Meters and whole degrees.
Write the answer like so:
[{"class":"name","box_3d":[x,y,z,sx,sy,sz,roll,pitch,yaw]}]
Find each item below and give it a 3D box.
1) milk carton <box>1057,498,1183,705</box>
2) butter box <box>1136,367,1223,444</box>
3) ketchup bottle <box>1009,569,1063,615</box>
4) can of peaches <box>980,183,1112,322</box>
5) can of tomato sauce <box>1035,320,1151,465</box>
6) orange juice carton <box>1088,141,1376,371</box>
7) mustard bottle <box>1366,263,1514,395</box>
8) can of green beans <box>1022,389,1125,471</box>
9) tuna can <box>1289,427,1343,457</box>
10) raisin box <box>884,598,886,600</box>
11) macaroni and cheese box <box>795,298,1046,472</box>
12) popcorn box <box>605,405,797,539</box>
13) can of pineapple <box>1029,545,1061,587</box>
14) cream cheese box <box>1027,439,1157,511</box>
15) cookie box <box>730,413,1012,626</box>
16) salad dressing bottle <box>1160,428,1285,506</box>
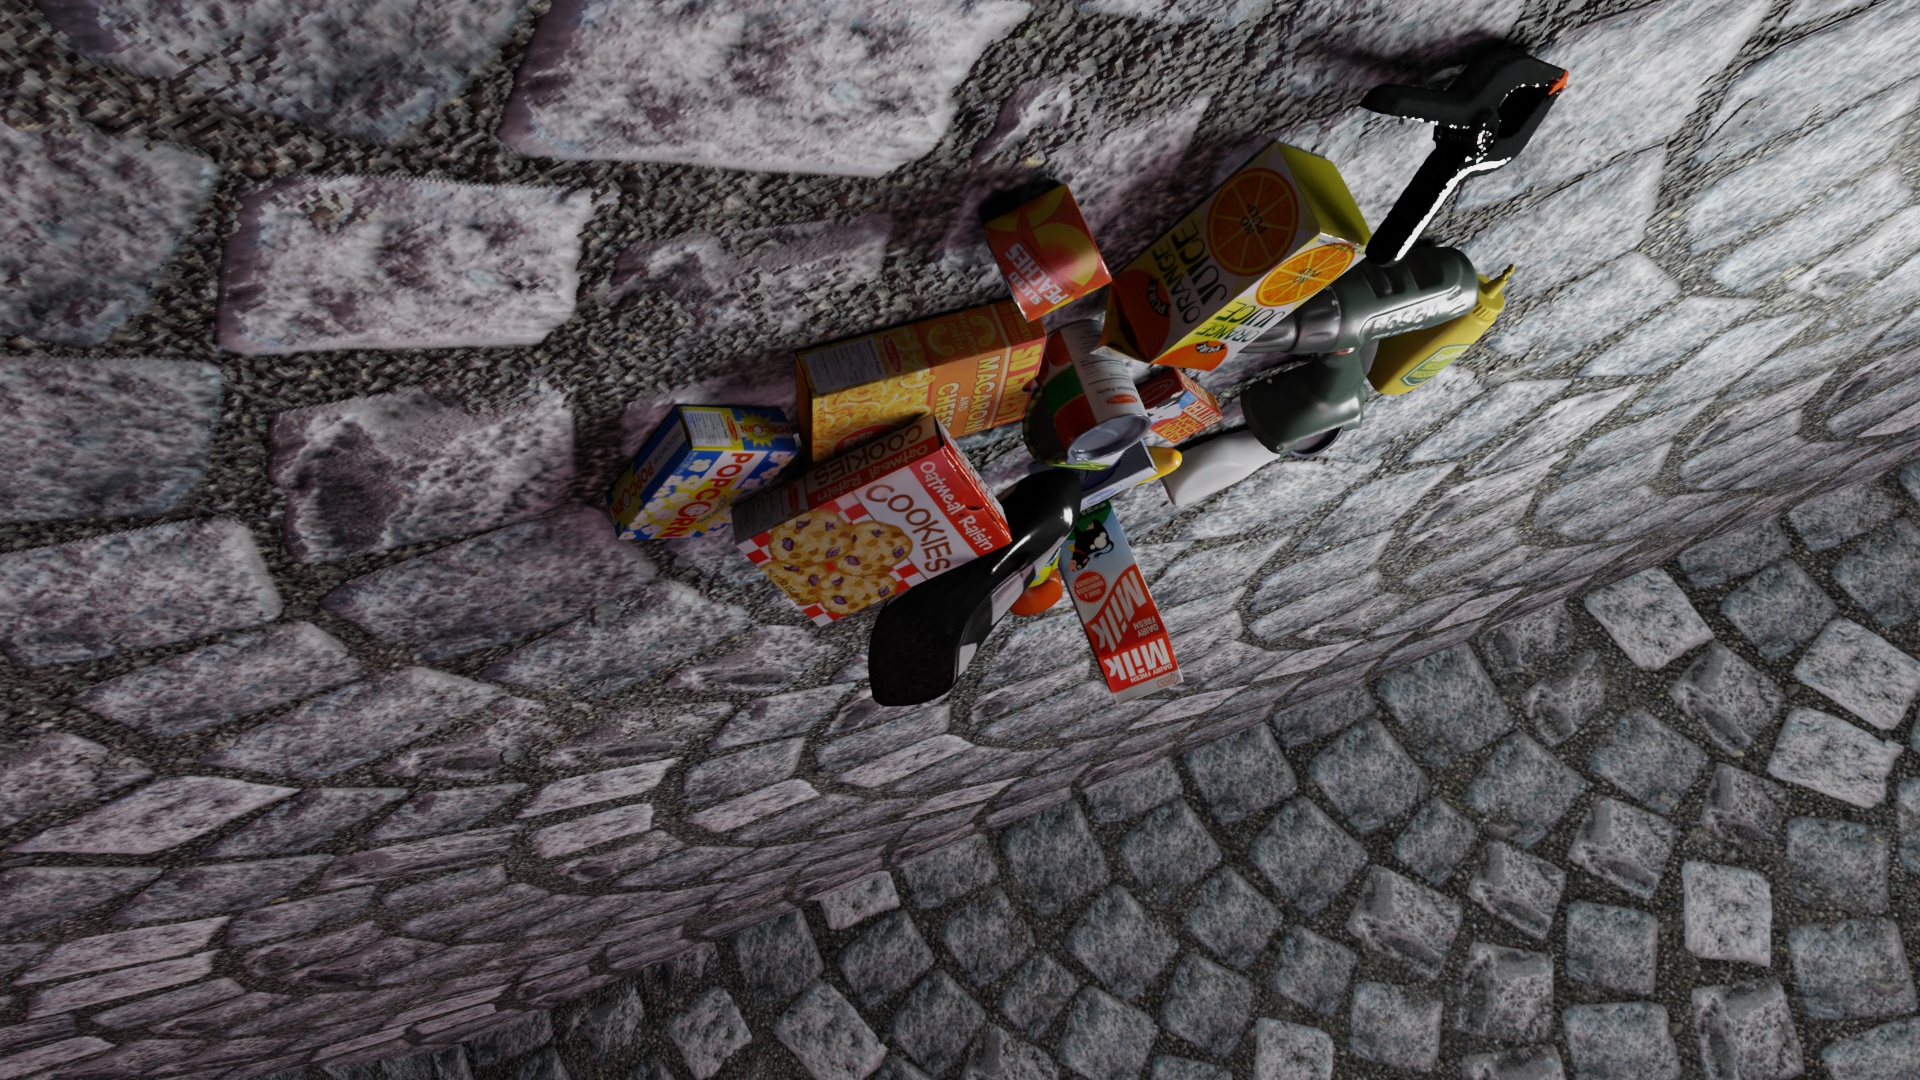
[{"class":"milk carton","box_3d":[0.150,0.063,1.365,0.072,0.191,0.073,-21,160,2]},{"class":"butter box","box_3d":[0.181,-0.114,1.183,0.053,0.024,0.103,-29,158,23]},{"class":"ketchup bottle","box_3d":[0.068,0.037,1.434,0.065,0.043,0.148,-22,160,2]},{"class":"can of peaches","box_3d":[0.053,-0.172,0.837,0.058,0.071,0.071,-25,159,9]},{"class":"can of tomato sauce","box_3d":[0.093,-0.108,1.022,0.071,0.083,0.071,-18,160,-7]},{"class":"orange juice carton","box_3d":[0.175,-0.176,0.943,0.072,0.073,0.192,0,152,-45]},{"class":"mustard bottle","box_3d":[0.416,-0.184,1.193,0.065,0.049,0.159,-9,157,-32]},{"class":"can of green beans","box_3d":[0.091,-0.089,1.096,0.058,0.071,0.071,4,149,-47]},{"class":"tuna can","box_3d":[0.314,-0.113,1.264,0.071,0.033,0.070,-10,127,-13]},{"class":"raisin box","box_3d":[-0.053,-0.020,1.084,0.086,0.040,0.123,30,113,-36]},{"class":"macaroni and cheese box","box_3d":[-0.029,-0.106,0.974,0.167,0.040,0.123,-16,160,-12]},{"class":"popcorn box","box_3d":[-0.184,-0.047,0.979,0.085,0.038,0.126,-3,154,-41]},{"class":"can of pineapple","box_3d":[0.064,0.005,1.312,0.071,0.071,0.057,-18,161,-7]},{"class":"cream cheese box","box_3d":[0.114,-0.061,1.210,0.103,0.053,0.024,-26,159,15]},{"class":"cookie box","box_3d":[-0.063,-0.010,1.013,0.167,0.040,0.122,-24,139,12]},{"class":"salad dressing bottle","box_3d":[0.263,-0.081,1.320,0.148,0.044,0.064,-23,155,2]}]
